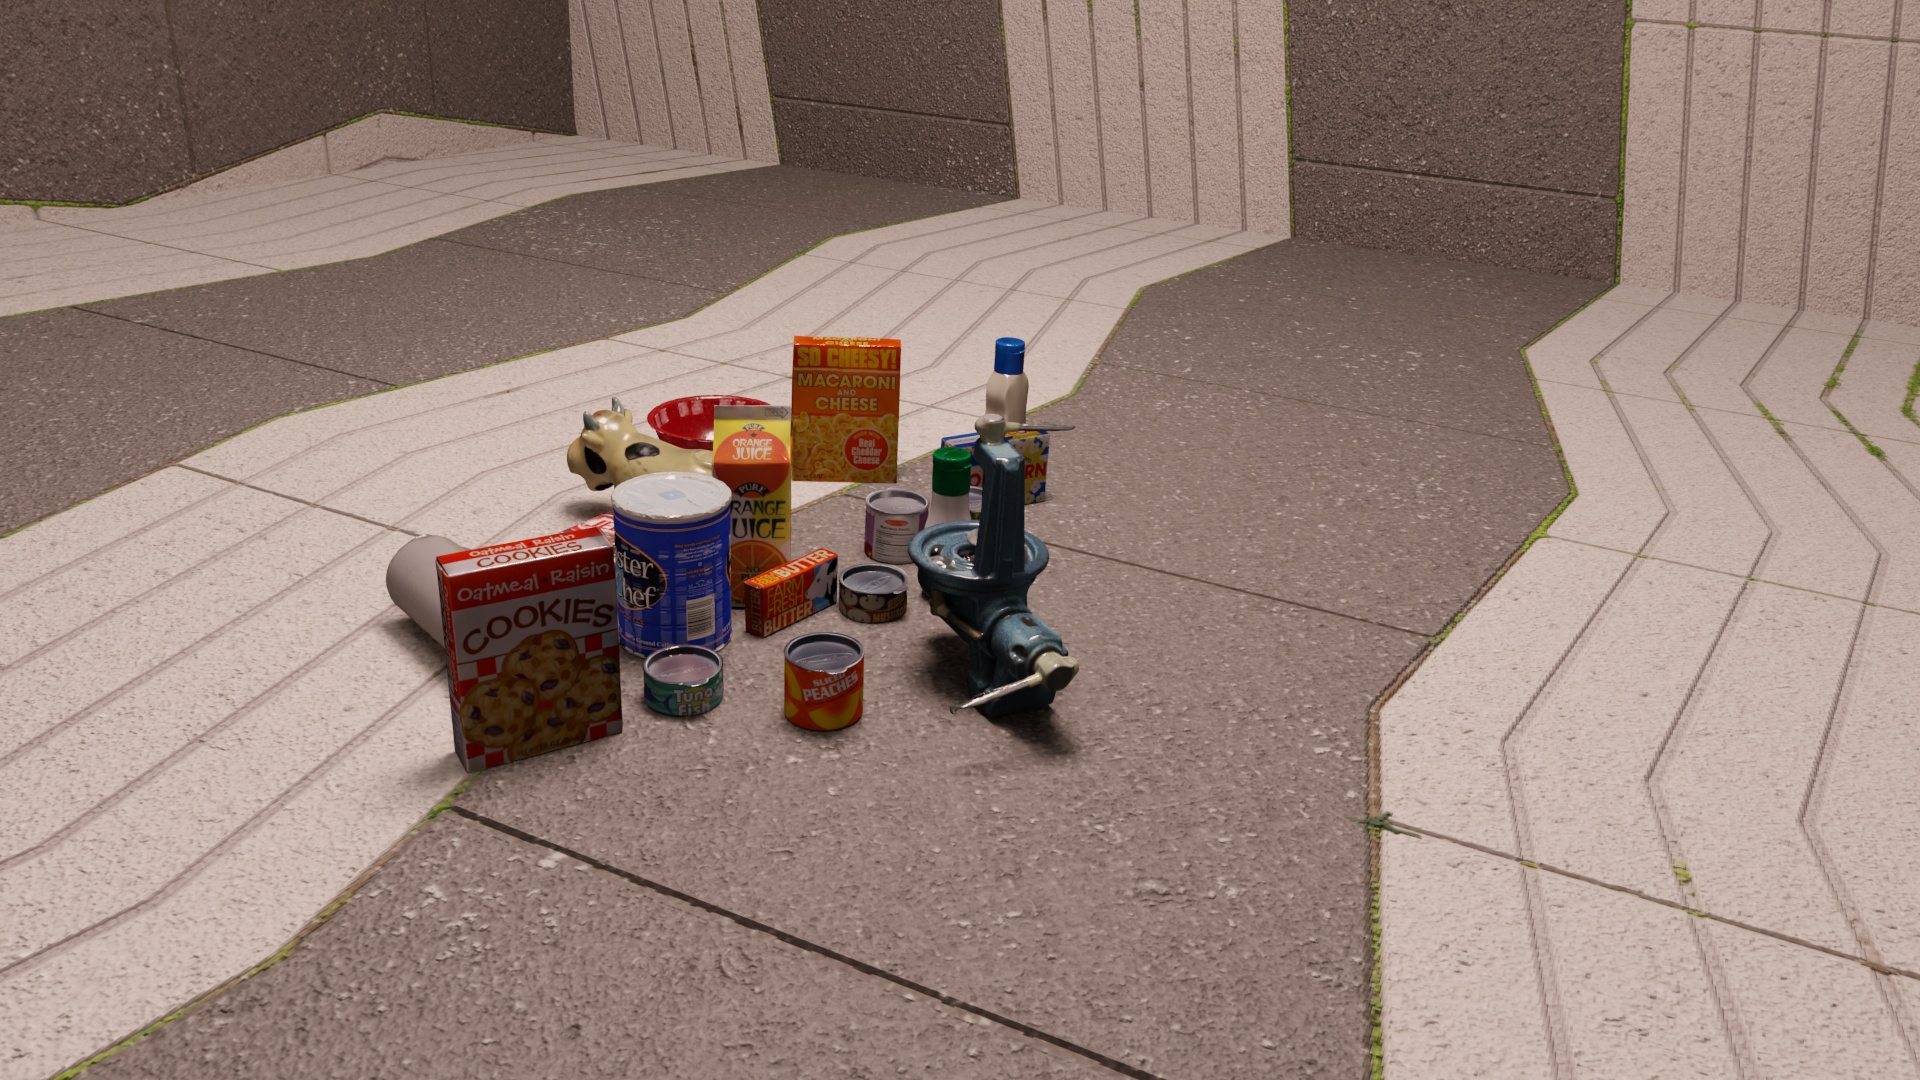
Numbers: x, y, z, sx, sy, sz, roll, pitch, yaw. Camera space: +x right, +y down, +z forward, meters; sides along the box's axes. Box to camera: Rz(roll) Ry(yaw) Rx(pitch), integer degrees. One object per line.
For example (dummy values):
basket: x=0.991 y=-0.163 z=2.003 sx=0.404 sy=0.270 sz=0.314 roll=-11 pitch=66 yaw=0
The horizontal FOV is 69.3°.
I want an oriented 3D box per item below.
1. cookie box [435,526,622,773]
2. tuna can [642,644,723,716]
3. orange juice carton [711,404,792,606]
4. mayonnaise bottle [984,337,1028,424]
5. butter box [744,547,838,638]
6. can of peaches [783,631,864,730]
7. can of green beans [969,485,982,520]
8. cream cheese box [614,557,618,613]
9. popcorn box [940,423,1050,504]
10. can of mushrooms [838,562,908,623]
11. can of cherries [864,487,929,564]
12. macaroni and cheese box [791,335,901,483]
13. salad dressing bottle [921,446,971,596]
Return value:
cookie box: x=-0.325 y=0.081 z=1.056 sx=0.123 sy=0.166 sz=0.040 roll=-12 pitch=28 yaw=-31
tuna can: x=-0.229 y=0.117 z=1.153 sx=0.071 sy=0.032 sz=0.071 roll=3 pitch=24 yaw=-1
orange juice carton: x=-0.195 y=-0.036 z=1.306 sx=0.072 sy=0.191 sz=0.073 roll=1 pitch=24 yaw=-7
mayonnaise bottle: x=0.056 y=-0.173 z=1.698 sx=0.041 sy=0.147 sz=0.065 roll=19 pitch=28 yaw=32
butter box: x=-0.156 y=0.048 z=1.293 sx=0.024 sy=0.053 sz=0.104 roll=20 pitch=29 yaw=33
can of peaches: x=-0.112 y=0.117 z=1.140 sx=0.071 sy=0.057 sz=0.071 roll=3 pitch=24 yaw=-1
can of green beans: x=0.005 y=-0.019 z=1.459 sx=0.071 sy=0.057 sz=0.071 roll=3 pitch=24 yaw=-1
cream cheese box: x=-0.284 y=0.030 z=1.314 sx=0.024 sy=0.053 sz=0.104 roll=22 pitch=30 yaw=36
popcorn box: x=0.037 y=-0.080 z=1.564 sx=0.127 sy=0.084 sz=0.038 roll=-11 pitch=28 yaw=-29
can of mushrooms: x=-0.081 y=0.050 z=1.321 sx=0.071 sy=0.033 sz=0.071 roll=3 pitch=24 yaw=-1
can of cherries: x=-0.066 y=-0.016 z=1.440 sx=0.071 sy=0.058 sz=0.072 roll=3 pitch=24 yaw=-1
macaroni and cheese box: x=-0.132 y=-0.151 z=1.601 sx=0.124 sy=0.165 sz=0.040 roll=1 pitch=24 yaw=-6
salad dressing bottle: x=-0.011 y=-0.016 z=1.340 sx=0.044 sy=0.147 sz=0.064 roll=18 pitch=28 yaw=30
